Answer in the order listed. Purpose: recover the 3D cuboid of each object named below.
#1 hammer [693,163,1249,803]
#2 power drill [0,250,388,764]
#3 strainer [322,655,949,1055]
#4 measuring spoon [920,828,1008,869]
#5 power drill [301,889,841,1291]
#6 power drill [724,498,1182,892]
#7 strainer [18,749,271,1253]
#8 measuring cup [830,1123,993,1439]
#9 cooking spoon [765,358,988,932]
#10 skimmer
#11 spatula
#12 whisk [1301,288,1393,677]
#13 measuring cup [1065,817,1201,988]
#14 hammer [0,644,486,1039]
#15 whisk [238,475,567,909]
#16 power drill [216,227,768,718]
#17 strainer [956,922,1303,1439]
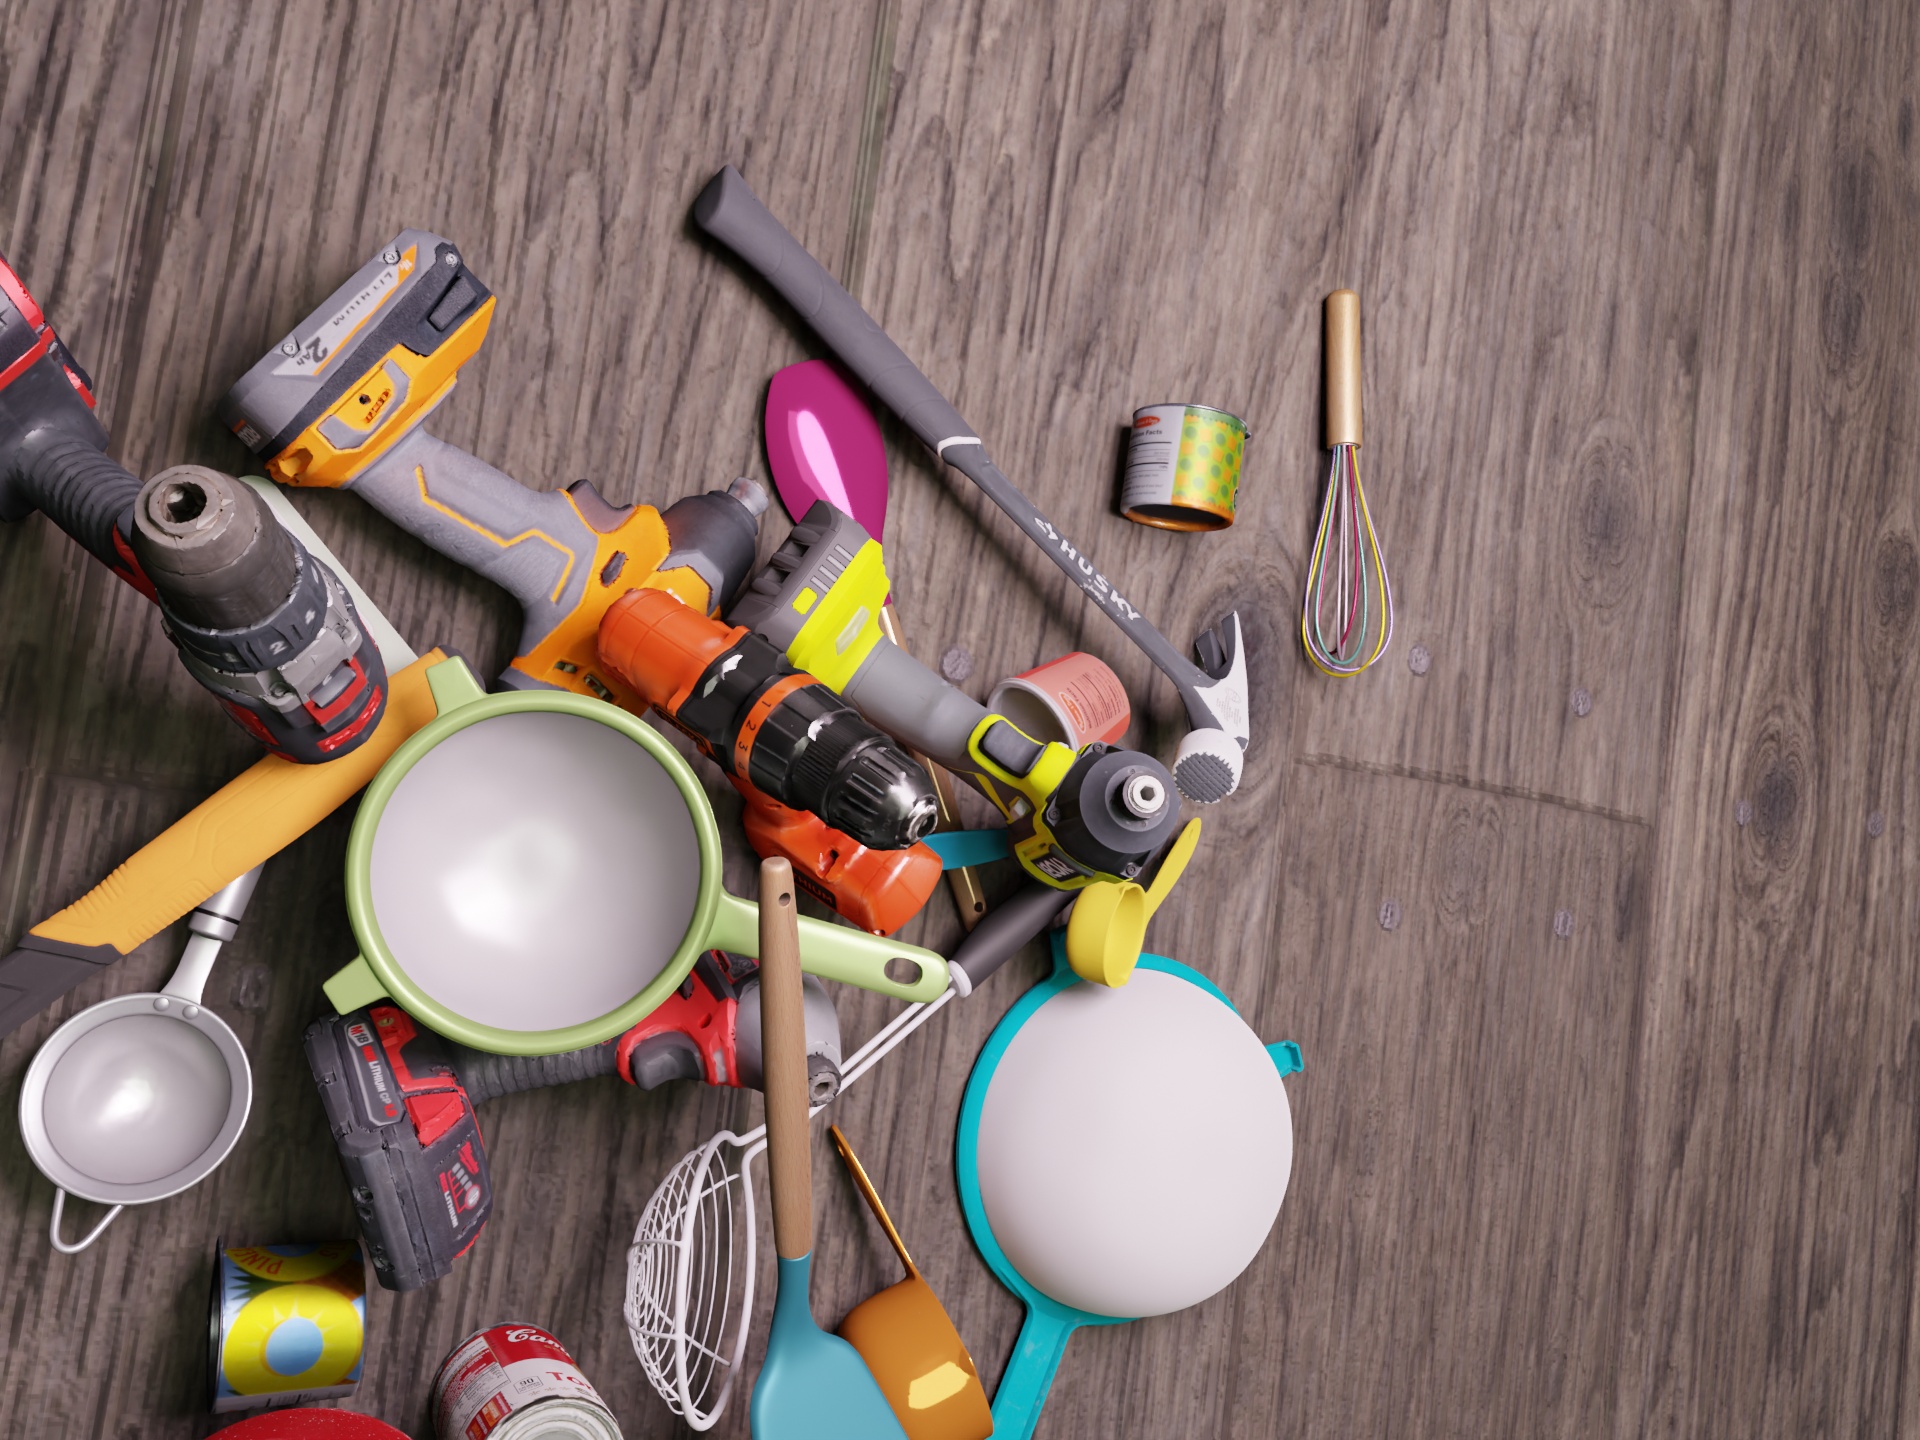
[{"bbox_3d":[0.015,-0.134,0.848,0.408,0.036,0.149,44,33,-13],"label":"hammer"},{"bbox_3d":[-0.314,-0.086,0.583,0.227,0.187,0.080,39,70,6],"label":"power drill"},{"bbox_3d":[-0.131,0.078,0.693,0.256,0.069,0.151,17,86,-13],"label":"strainer"},{"bbox_3d":[0.010,0.064,0.858,0.128,0.021,0.042,-3,109,-40],"label":"measuring spoon"},{"bbox_3d":[-0.164,0.155,0.709,0.219,0.143,0.078,-18,121,-25],"label":"power drill"},{"bbox_3d":[-0.001,-0.002,0.760,0.223,0.171,0.080,35,76,-2],"label":"power drill"},{"bbox_3d":[-0.324,0.096,0.685,0.086,0.050,0.258,22,73,-14],"label":"strainer"},{"bbox_3d":[-0.046,0.296,0.812,0.052,0.095,0.174,-25,81,-19],"label":"measuring cup"},{"bbox_3d":[-0.035,-0.036,0.850,0.068,0.017,0.319,-21,99,-29],"label":"cooking spoon"},{"bbox_3d":[-0.024,0.182,0.790,0.363,0.090,0.127,-38,142,-28],"label":"skimmer"},{"bbox_3d":[-0.064,0.207,0.675,0.082,0.044,0.317,-16,114,-36],"label":"spatula"},{"bbox_3d":[0.234,-0.148,0.986,0.051,0.047,0.245,5,82,-26],"label":"whisk"},{"bbox_3d":[0.099,0.092,0.892,0.156,0.029,0.062,-43,136,-53],"label":"measuring cup"},{"bbox_3d":[-0.344,0.070,0.646,0.337,0.034,0.127,-38,93,-18],"label":"hammer"},{"bbox_3d":[-0.249,-0.009,0.726,0.058,0.059,0.246,-36,102,5],"label":"whisk"},{"bbox_3d":[-0.200,-0.110,0.735,0.226,0.084,0.164,47,69,-23],"label":"power drill"},{"bbox_3d":[0.085,0.294,0.861,0.210,0.095,0.340,31,74,-24],"label":"strainer"}]
